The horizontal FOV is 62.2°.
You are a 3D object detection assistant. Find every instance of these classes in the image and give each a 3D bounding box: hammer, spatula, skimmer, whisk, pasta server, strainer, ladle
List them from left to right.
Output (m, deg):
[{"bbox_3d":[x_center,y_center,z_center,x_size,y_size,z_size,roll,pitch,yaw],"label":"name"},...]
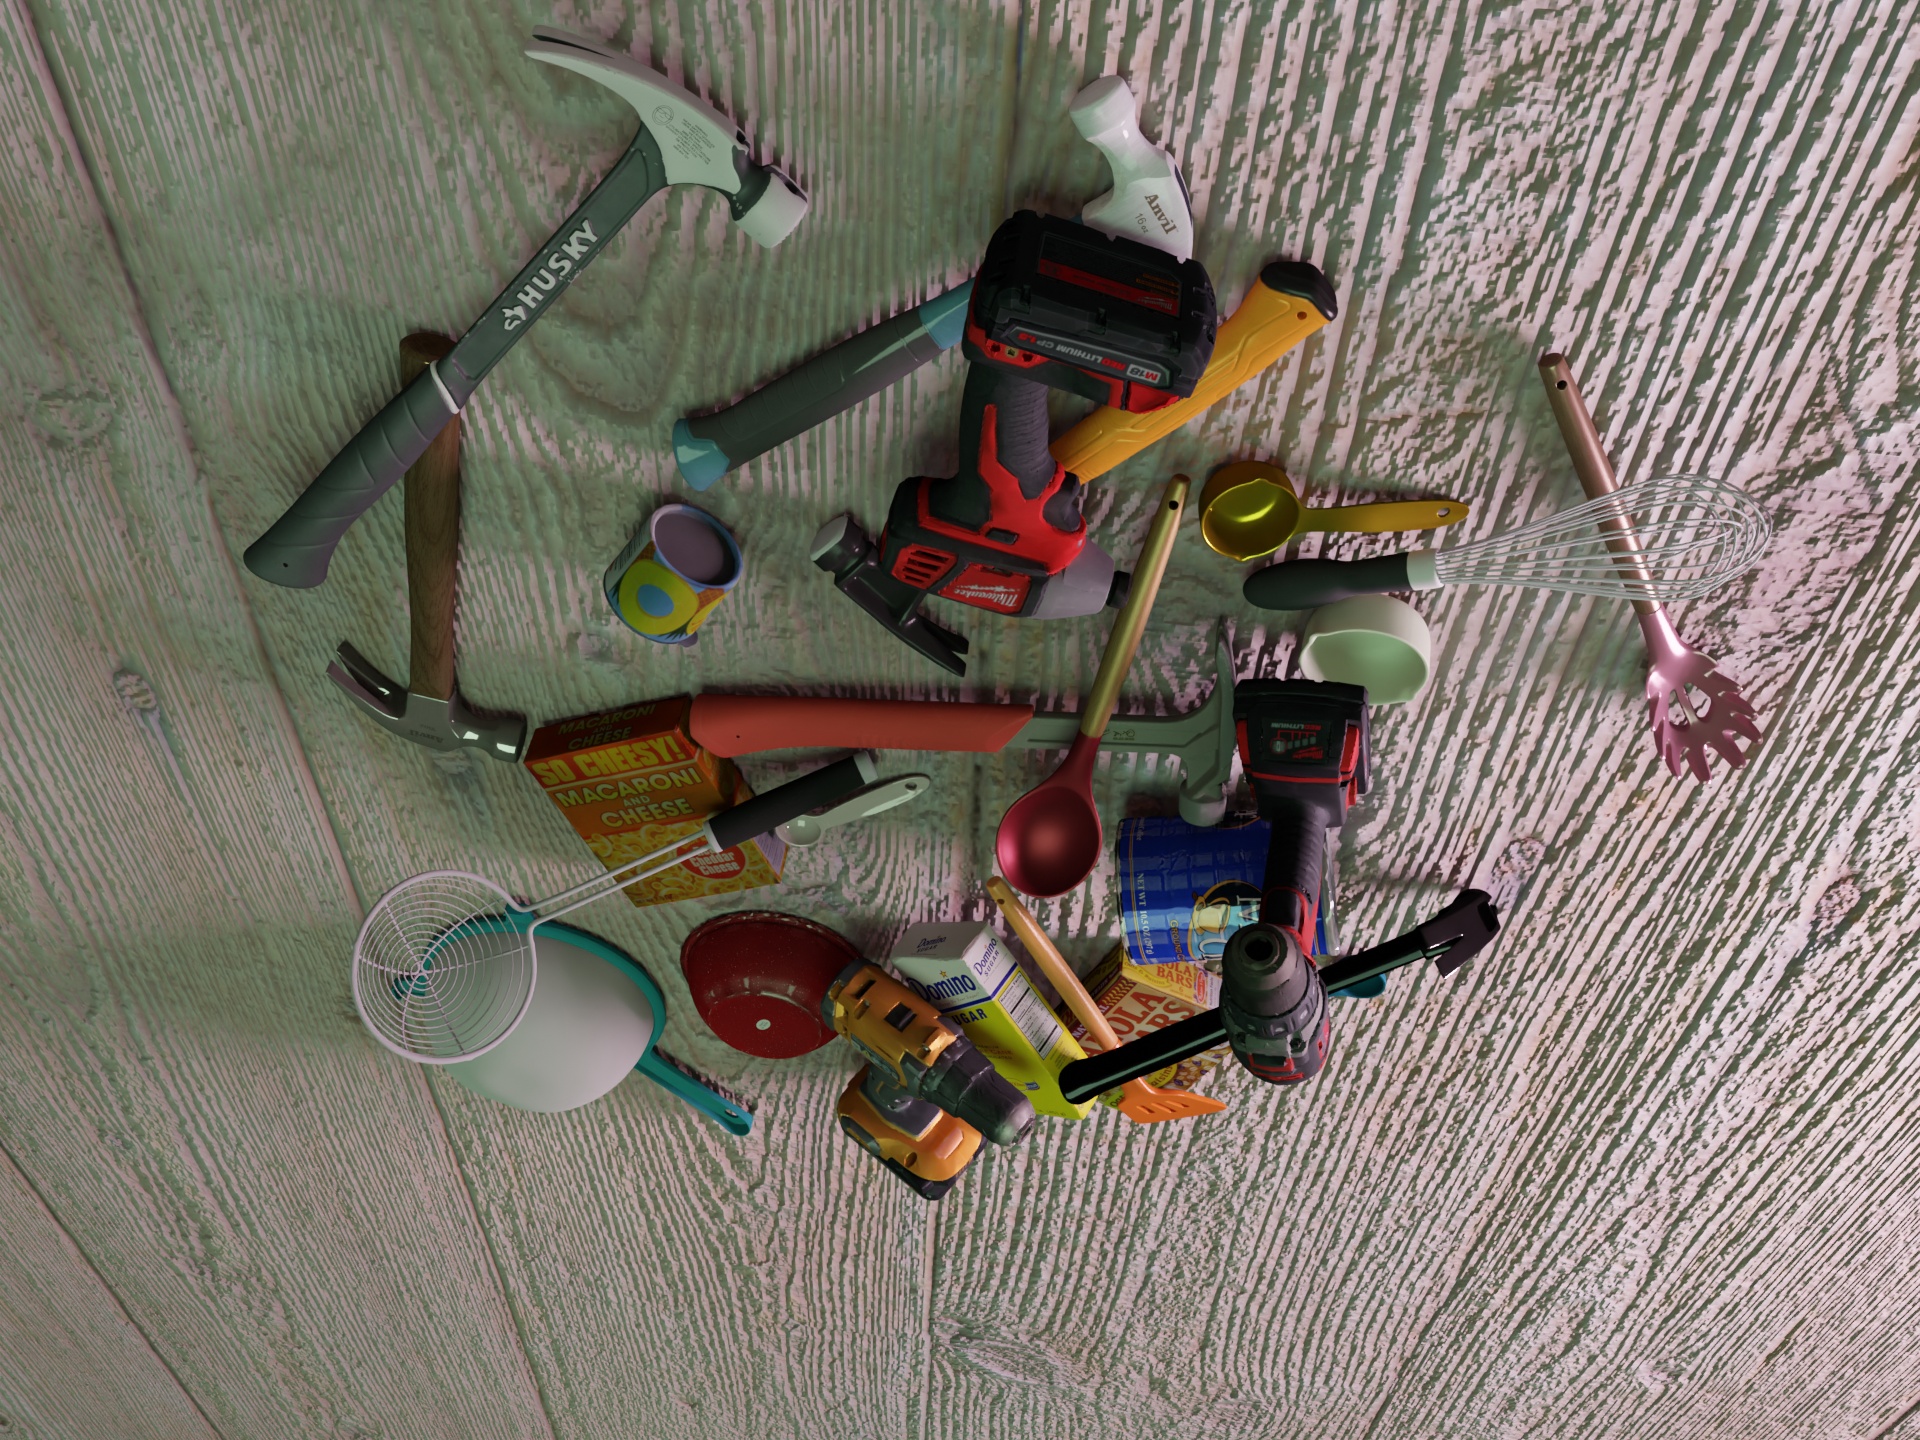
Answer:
[{"bbox_3d":[-0.337,-0.100,1.006,0.130,0.031,0.331,13,135,-5],"label":"hammer"},{"bbox_3d":[-0.272,-0.195,0.861,0.409,0.036,0.149,-35,126,28],"label":"hammer"},{"bbox_3d":[-0.316,0.300,1.355,0.211,0.095,0.340,-32,121,33],"label":"strainer"},{"bbox_3d":[-0.222,0.109,1.062,0.363,0.090,0.127,-24,98,-3],"label":"skimmer"},{"bbox_3d":[-0.026,-0.206,0.852,0.331,0.033,0.128,-22,127,27],"label":"hammer"},{"bbox_3d":[-0.002,-0.003,1.041,0.359,0.037,0.149,2,127,8],"label":"hammer"},{"bbox_3d":[0.070,-0.142,0.899,0.337,0.034,0.127,-32,122,33],"label":"hammer"},{"bbox_3d":[0.103,0.224,1.214,0.081,0.041,0.322,-18,124,27],"label":"spatula"},{"bbox_3d":[0.087,-0.014,0.980,0.069,0.031,0.315,16,126,-1],"label":"ladle"},{"bbox_3d":[0.217,0.203,1.127,0.335,0.146,0.035,-27,82,21],"label":"hammer"},{"bbox_3d":[0.289,-0.087,0.876,0.285,0.070,0.070,-5,135,33],"label":"whisk"},{"bbox_3d":[0.389,-0.080,0.910,0.060,0.040,0.315,-27,125,16],"label":"pasta server"}]

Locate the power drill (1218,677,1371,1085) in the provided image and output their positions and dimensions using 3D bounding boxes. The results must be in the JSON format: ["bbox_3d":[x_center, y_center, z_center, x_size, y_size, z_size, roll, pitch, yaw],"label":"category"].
[{"bbox_3d":[0.191,0.088,0.935,0.080,0.227,0.187,4,155,18],"label":"power drill"}]

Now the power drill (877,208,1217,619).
[{"bbox_3d":[0.048,-0.140,0.829,0.143,0.079,0.219,16,138,-6],"label":"power drill"}]

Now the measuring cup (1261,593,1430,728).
[{"bbox_3d":[0.221,-0.031,0.994,0.083,0.038,0.167,29,148,-20],"label":"measuring cup"}]

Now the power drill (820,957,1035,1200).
[{"bbox_3d":[-0.023,0.299,1.257,0.185,0.084,0.226,34,150,22],"label":"power drill"}]

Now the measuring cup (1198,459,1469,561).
[{"bbox_3d":[0.212,-0.124,0.909,0.156,0.029,0.062,-2,138,-6],"label":"measuring cup"}]

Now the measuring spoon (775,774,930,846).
[{"bbox_3d":[-0.077,0.059,1.140,0.124,0.018,0.034,-21,128,18],"label":"measuring spoon"}]

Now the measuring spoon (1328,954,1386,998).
[{"bbox_3d":[0.272,0.205,1.231,0.042,0.021,0.128,42,136,-22],"label":"measuring spoon"}]
